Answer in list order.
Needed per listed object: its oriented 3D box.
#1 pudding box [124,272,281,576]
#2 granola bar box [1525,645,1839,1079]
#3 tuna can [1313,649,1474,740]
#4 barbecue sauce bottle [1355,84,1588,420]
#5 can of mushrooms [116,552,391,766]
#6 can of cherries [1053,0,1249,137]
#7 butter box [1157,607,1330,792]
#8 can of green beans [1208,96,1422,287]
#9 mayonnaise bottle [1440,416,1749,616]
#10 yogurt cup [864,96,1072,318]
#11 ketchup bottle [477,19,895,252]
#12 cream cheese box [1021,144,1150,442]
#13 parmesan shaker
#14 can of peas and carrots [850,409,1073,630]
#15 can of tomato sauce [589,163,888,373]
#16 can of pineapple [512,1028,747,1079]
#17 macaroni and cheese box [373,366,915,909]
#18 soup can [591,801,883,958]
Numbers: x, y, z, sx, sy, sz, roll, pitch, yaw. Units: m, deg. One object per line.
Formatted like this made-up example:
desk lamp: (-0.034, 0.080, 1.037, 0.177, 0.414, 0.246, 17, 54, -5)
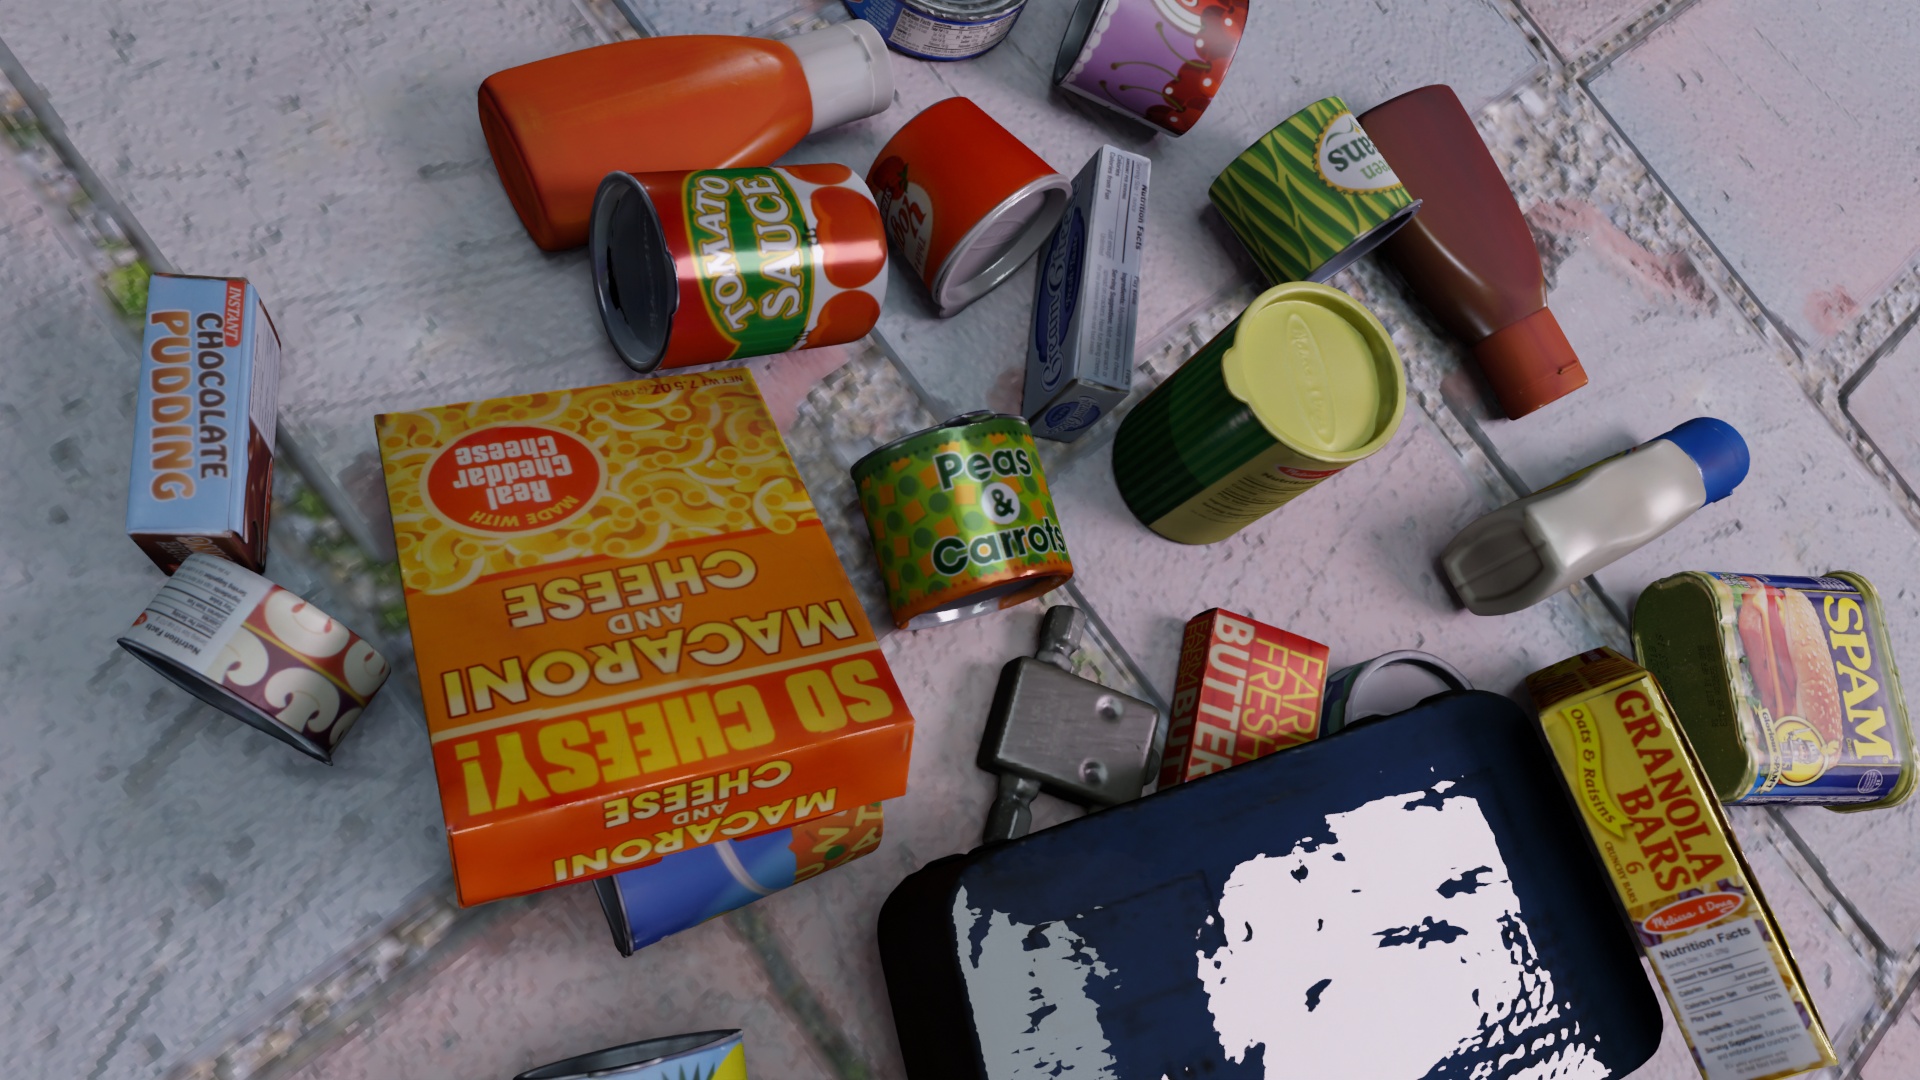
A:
pudding box: (-0.231, -0.034, 0.427, 0.030, 0.049, 0.084, 0, 74, -17)
granola bar box: (0.245, 0.104, 0.491, 0.039, 0.166, 0.124, -25, 80, 18)
tuna can: (0.167, 0.080, 0.535, 0.071, 0.032, 0.071, 5, 72, -17)
barbecue sauce bottle: (0.224, -0.126, 0.612, 0.065, 0.043, 0.148, -24, 83, -23)
can of mushrooms: (-0.203, 0.036, 0.407, 0.071, 0.070, 0.033, 31, 66, -7)
can of cherries: (0.079, -0.211, 0.575, 0.058, 0.071, 0.072, 21, 68, -12)
butter box: (0.104, 0.081, 0.518, 0.053, 0.024, 0.104, 19, 69, -13)
can of green beans: (0.146, -0.141, 0.579, 0.071, 0.071, 0.058, -32, 85, -24)
mayonnaise bottle: (0.274, -0.014, 0.587, 0.148, 0.064, 0.041, -22, 78, -27)
yogurt cup: (0.001, -0.130, 0.528, 0.073, 0.072, 0.054, -36, 80, -24)
ketchup bottle: (-0.096, -0.158, 0.514, 0.149, 0.043, 0.064, -25, 89, -24)
cream cheese box: (0.048, -0.095, 0.538, 0.024, 0.053, 0.104, 13, 70, -16)
parmesan shaker: (0.103, -0.043, 0.513, 0.071, 0.102, 0.071, 6, 72, -17)
can of peas and carrots: (0.002, -0.006, 0.485, 0.071, 0.070, 0.059, -12, 79, -22)
can of tomato sauce: (-0.075, -0.096, 0.480, 0.083, 0.071, 0.071, -13, 78, -33)
can of pineapple: (-0.092, 0.176, 0.397, 0.071, 0.070, 0.058, -6, 76, -20)
macaroni and cheese box: (-0.100, 0.018, 0.418, 0.124, 0.040, 0.167, -11, 46, -21)
soup can: (-0.075, 0.084, 0.436, 0.084, 0.071, 0.071, -18, 80, -23)
